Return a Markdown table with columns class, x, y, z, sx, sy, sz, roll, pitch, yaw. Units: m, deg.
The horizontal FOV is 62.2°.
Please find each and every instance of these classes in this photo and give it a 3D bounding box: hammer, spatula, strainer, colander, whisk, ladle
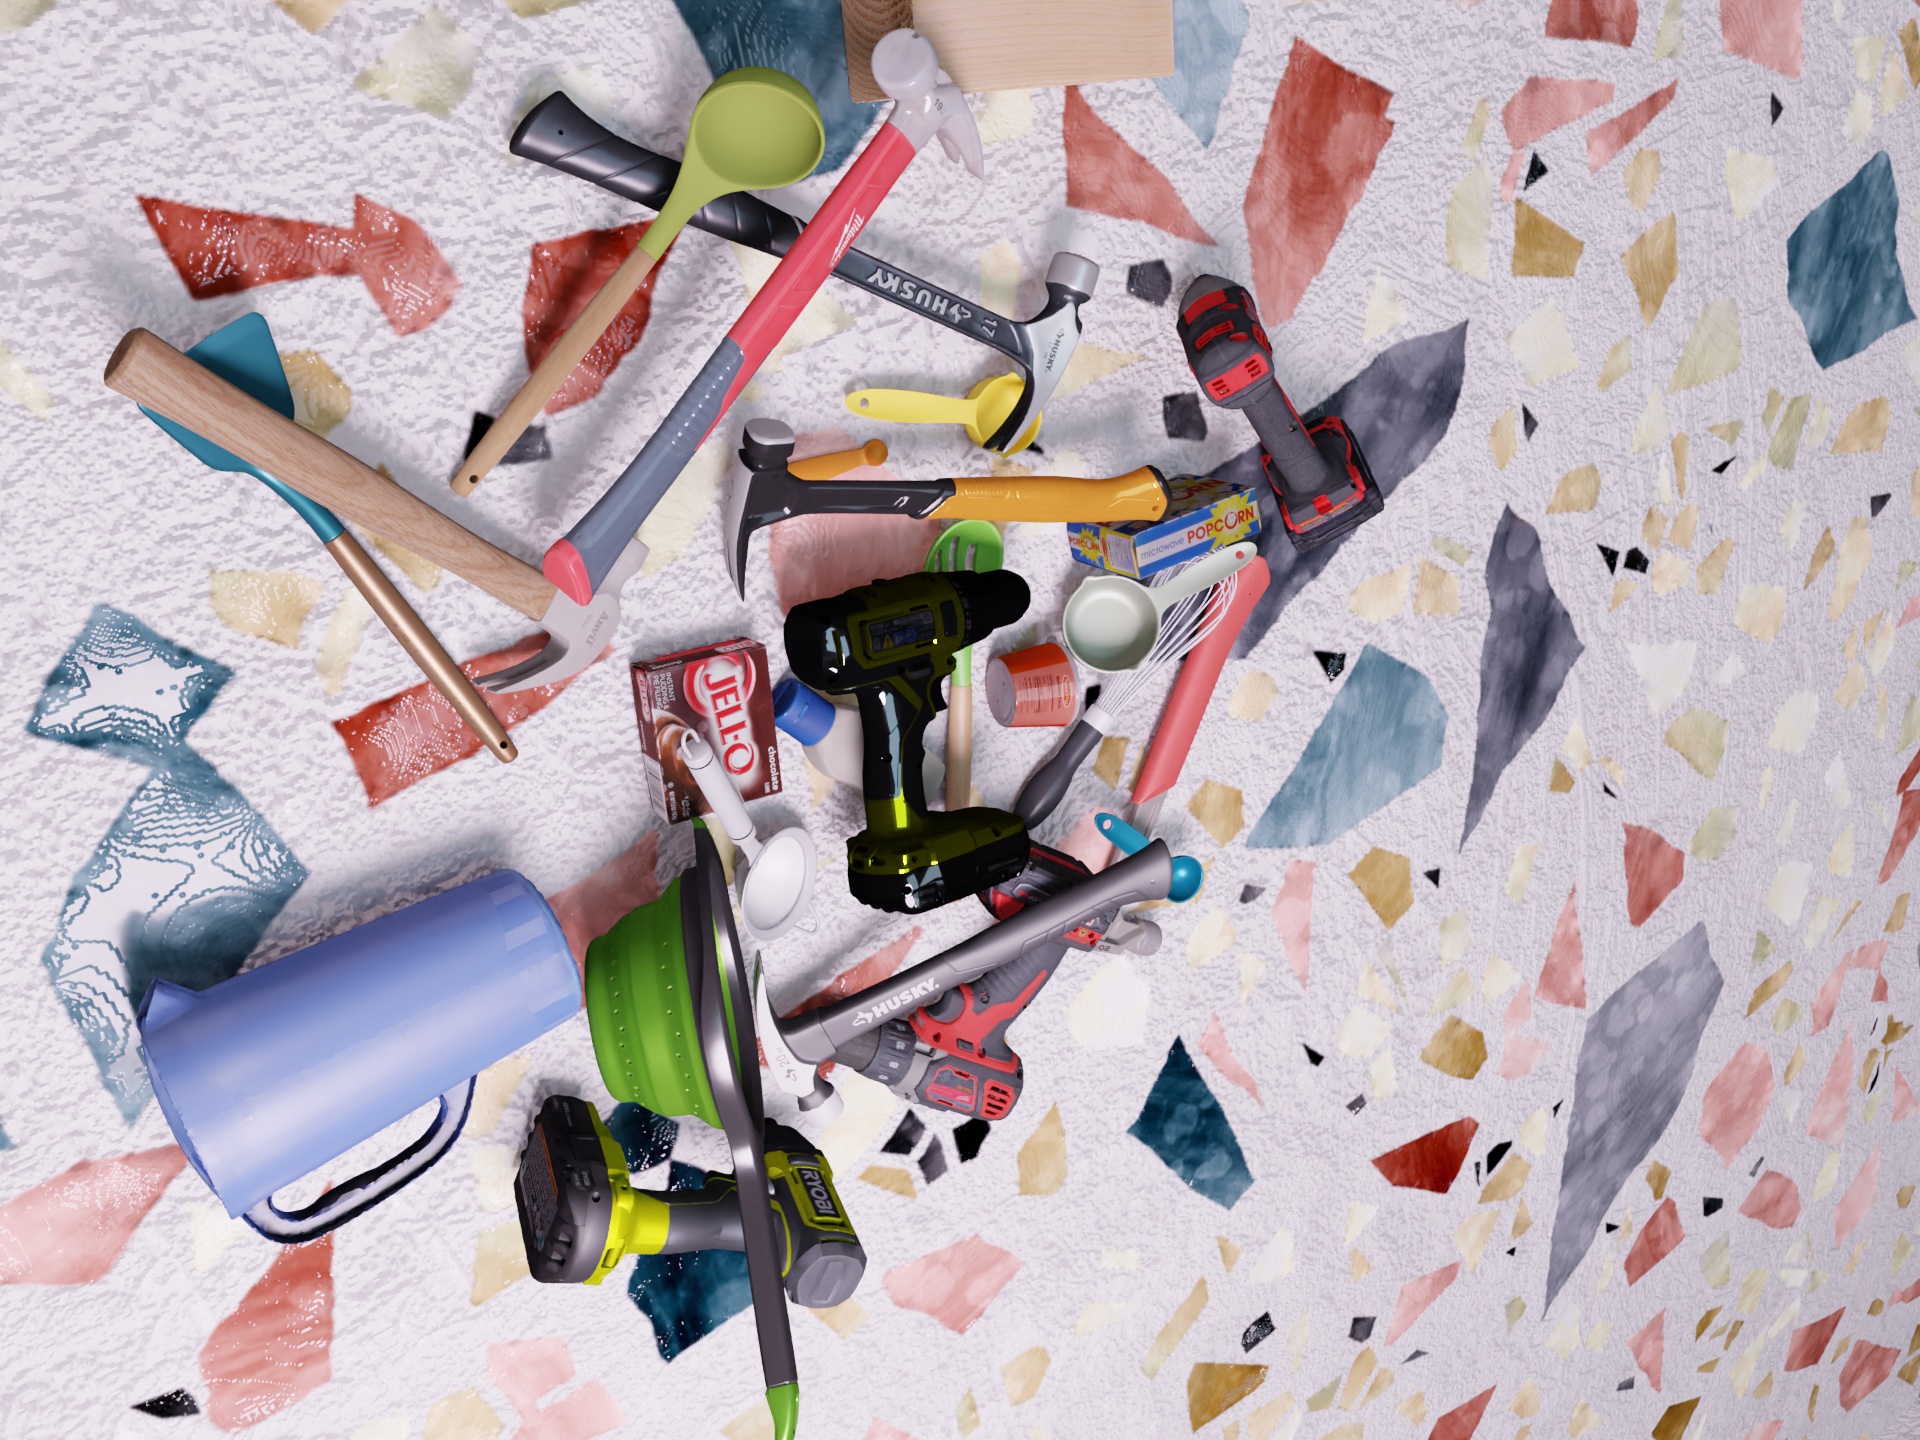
| class | x | y | z | sx | sy | sz | roll | pitch | yaw |
| --- | --- | --- | --- | --- | --- | --- | --- | --- | --- |
| hammer | 0.169 | 0.024 | 1.338 | 0.149 | 0.037 | 0.359 | 18 | 95 | -37 |
| spatula | -0.354 | -0.087 | 0.945 | 0.082 | 0.044 | 0.317 | -46 | 126 | -23 |
| hammer | -0.093 | -0.301 | 1.038 | 0.408 | 0.036 | 0.149 | 15 | 96 | -31 |
| strainer | -0.150 | 0.078 | 1.097 | 0.087 | 0.050 | 0.258 | -59 | 154 | -26 |
| hammer | -0.122 | -0.230 | 0.980 | 0.386 | 0.038 | 0.143 | -53 | 164 | 3 |
| colander | -0.178 | 0.266 | 1.031 | 0.094 | 0.204 | 0.397 | -11 | 68 | -5 |
| hammer | -0.330 | -0.119 | 0.921 | 0.331 | 0.031 | 0.130 | 33 | 79 | -45 |
| whisk | 0.131 | -0.027 | 1.284 | 0.070 | 0.070 | 0.284 | 37 | 88 | -36 |
| ladle | -0.200 | -0.255 | 0.951 | 0.320 | 0.062 | 0.078 | -49 | 135 | 6 |
| hammer | -0.001 | -0.149 | 1.116 | 0.336 | 0.034 | 0.127 | -4 | 132 | -26 |
| hammer | 0.005 | 0.172 | 1.174 | 0.335 | 0.035 | 0.146 | -26 | 115 | -1 |

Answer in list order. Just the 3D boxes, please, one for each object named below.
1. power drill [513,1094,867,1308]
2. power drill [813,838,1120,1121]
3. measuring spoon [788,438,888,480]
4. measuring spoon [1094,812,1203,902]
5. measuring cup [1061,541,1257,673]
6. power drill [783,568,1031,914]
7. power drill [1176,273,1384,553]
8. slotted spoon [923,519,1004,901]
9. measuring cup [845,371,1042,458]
| class | x | y | z | sx | sy | sz | roll | pitch | yaw |
| --- | --- | --- | --- | --- | --- | --- | --- | --- | --- |
| power drill | -0.192 | 0.334 | 1.126 | 0.223 | 0.171 | 0.080 | 15 | 108 | -29 |
| power drill | 0.000 | 0.198 | 1.242 | 0.187 | 0.080 | 0.226 | 24 | 101 | -25 |
| measuring spoon | -0.099 | -0.173 | 1.107 | 0.117 | 0.011 | 0.021 | -22 | 116 | -27 |
| measuring spoon | 0.153 | 0.109 | 1.328 | 0.128 | 0.021 | 0.042 | 37 | 86 | -27 |
| measuring cup | 0.155 | -0.095 | 1.245 | 0.167 | 0.038 | 0.083 | -28 | 89 | -4 |
| power drill | -0.019 | 0.006 | 1.136 | 0.190 | 0.080 | 0.228 | -17 | 105 | -34 |
| power drill | 0.241 | -0.248 | 1.242 | 0.078 | 0.143 | 0.219 | -29 | 129 | 20 |
| slotted spoon | -0.002 | -0.004 | 1.220 | 0.070 | 0.031 | 0.313 | -11 | 113 | -31 |
| measuring cup | -0.015 | -0.224 | 1.142 | 0.156 | 0.029 | 0.062 | 0 | 103 | -27 |
